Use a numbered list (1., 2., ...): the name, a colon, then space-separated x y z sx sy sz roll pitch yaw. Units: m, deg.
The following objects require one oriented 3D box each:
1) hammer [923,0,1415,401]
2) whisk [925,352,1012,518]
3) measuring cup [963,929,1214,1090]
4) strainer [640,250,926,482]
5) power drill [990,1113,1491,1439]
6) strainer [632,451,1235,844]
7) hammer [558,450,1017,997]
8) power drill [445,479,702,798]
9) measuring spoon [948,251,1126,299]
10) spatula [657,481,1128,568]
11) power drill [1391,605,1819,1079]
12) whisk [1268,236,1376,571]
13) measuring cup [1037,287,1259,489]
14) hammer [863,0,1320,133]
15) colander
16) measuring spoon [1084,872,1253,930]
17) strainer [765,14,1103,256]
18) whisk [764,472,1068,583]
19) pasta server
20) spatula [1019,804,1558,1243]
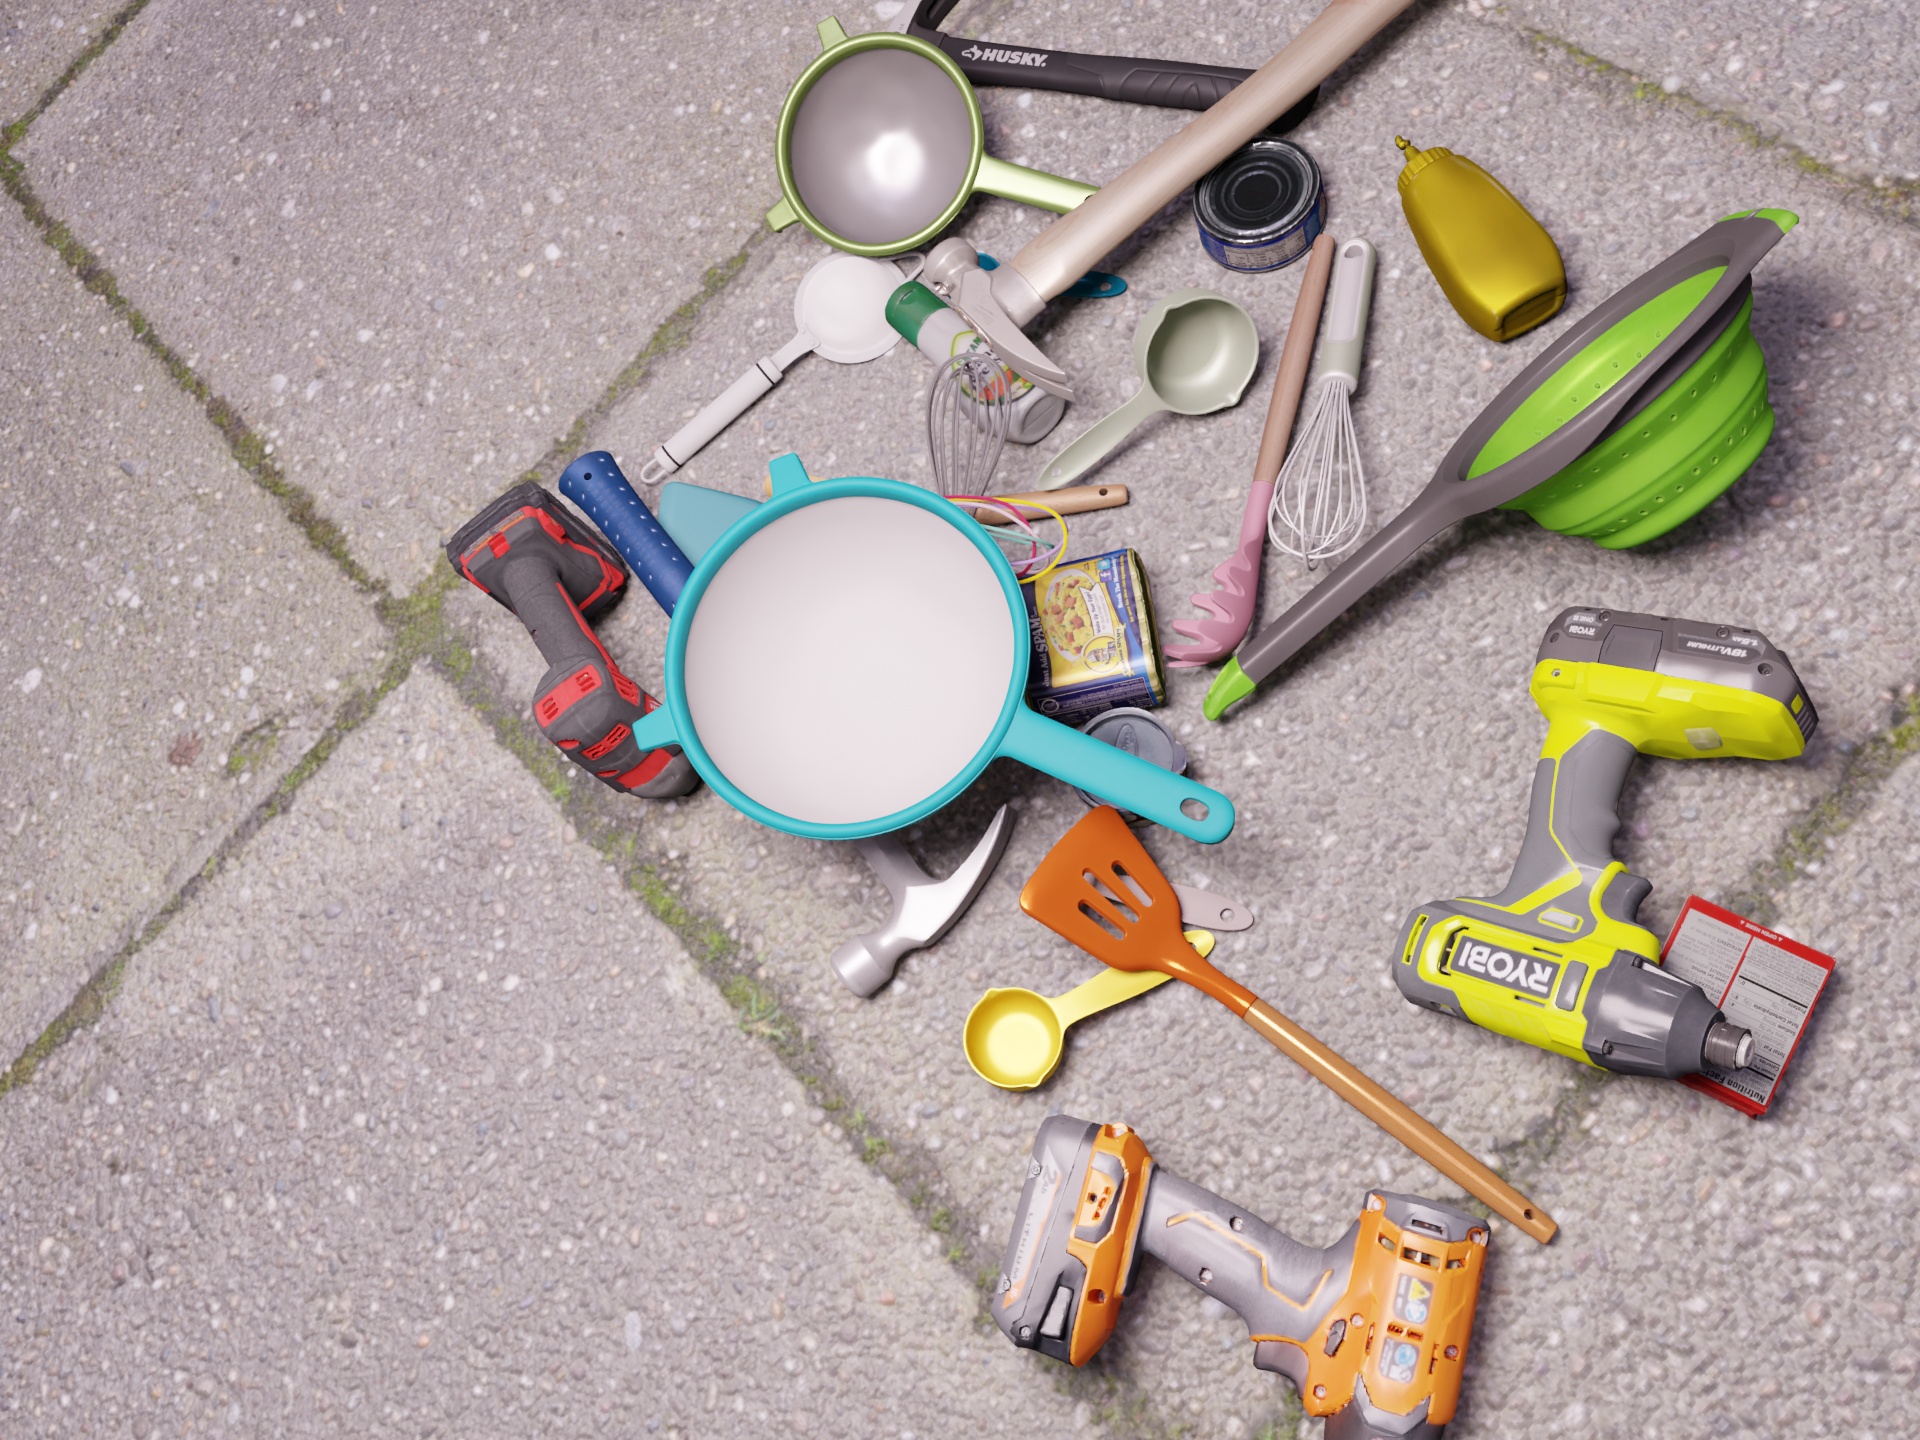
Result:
1. hammer: 0.174 -0.377 1.031 0.410 0.038 0.146 -39 62 0
2. whisk: 0.000 -0.116 1.007 0.055 0.055 0.239 4 88 21
3. measuring cup: 0.076 0.162 0.912 0.156 0.029 0.062 -26 65 -4
4. strainer: -0.129 -0.254 1.131 0.258 0.050 0.087 -40 77 5
5. power drill: 0.137 0.300 0.803 0.226 0.084 0.164 11 75 19
6. strainer: -0.001 -0.003 0.913 0.340 0.095 0.211 24 82 14
7. hammer: -0.127 -0.026 1.013 0.144 0.035 0.406 -40 71 1
8. power drill: -0.243 -0.042 1.039 0.078 0.143 0.220 -37 56 4
9. measuring spoon: 0.051 -0.298 1.099 0.128 0.021 0.042 6 71 12
10. spatula: -0.048 -0.133 1.052 0.317 0.044 0.082 -5 73 16
11. power drill: 0.337 0.063 0.805 0.171 0.080 0.223 14 75 44
12. whisk: 0.229 -0.199 0.972 0.058 0.059 0.246 2 63 25
13. measuring cup: 0.112 -0.208 1.014 0.167 0.083 0.038 -38 32 11
14. hammer: 0.091 -0.465 1.135 0.335 0.035 0.146 17 77 24
15. colander: 0.309 -0.108 0.888 0.397 0.204 0.094 -42 97 18
16. measuring spoon: 0.109 0.103 0.926 0.124 0.018 0.034 13 73 16
17. strainer: -0.002 -0.387 1.124 0.256 0.069 0.151 18 100 9
18. whisk: -0.035 -0.125 0.980 0.245 0.051 0.047 18 106 38
19. pasta server: 0.187 -0.172 0.987 0.040 0.060 0.316 20 72 -10
20. spatula: 0.176 0.167 0.854 0.323 0.041 0.081 36 72 23
